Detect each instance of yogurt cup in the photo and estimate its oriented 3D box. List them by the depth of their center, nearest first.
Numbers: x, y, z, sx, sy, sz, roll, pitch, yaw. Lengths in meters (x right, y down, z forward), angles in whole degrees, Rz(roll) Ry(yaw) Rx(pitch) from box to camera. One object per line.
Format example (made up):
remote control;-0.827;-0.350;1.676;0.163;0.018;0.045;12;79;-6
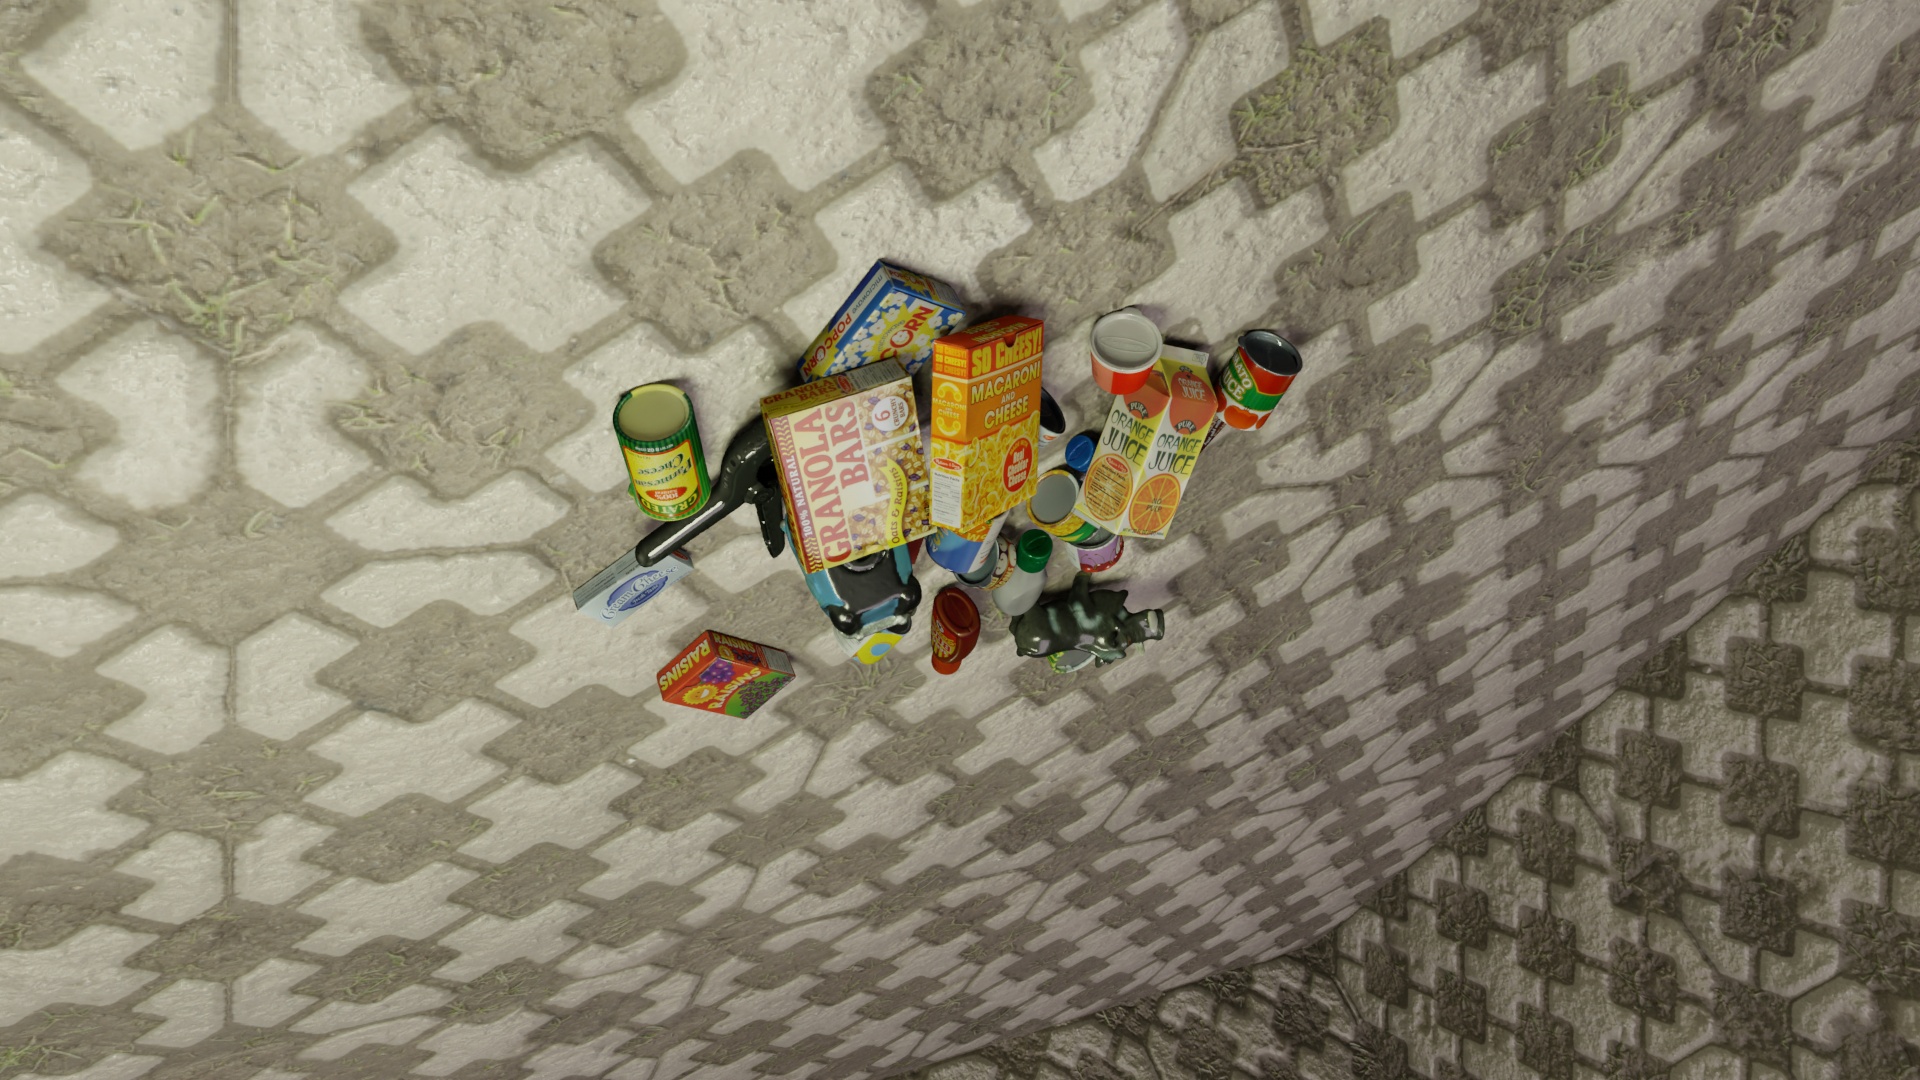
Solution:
yogurt cup;0.153;-0.173;1.307;0.072;0.072;0.053;-20;155;-10

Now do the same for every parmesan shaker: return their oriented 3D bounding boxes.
parmesan shaker;-0.250;-0.072;1.154;0.071;0.071;0.102;-19;147;-13

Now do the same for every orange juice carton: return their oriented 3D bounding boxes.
orange juice carton;0.192;-0.103;1.395;0.072;0.073;0.192;6;111;-40

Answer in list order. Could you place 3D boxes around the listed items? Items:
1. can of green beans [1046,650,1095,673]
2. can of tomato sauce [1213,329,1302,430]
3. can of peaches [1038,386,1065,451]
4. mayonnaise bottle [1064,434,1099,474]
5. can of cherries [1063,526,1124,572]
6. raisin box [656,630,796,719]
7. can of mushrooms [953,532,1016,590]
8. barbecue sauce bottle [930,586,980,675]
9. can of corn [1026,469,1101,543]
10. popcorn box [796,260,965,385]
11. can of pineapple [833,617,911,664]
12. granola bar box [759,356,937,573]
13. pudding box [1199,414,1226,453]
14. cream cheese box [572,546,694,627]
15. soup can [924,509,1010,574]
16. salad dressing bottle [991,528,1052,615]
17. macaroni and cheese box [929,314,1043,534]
can of green beans;0.132;0.123;1.723;0.071;0.058;0.071;-19;147;-13
can of tomato sauce;0.300;-0.164;1.426;0.071;0.071;0.082;-7;144;-28
can of peaches;0.056;-0.114;1.318;0.058;0.071;0.071;-39;147;29
mayonnaise bottle;0.168;-0.076;1.480;0.064;0.041;0.148;-44;143;22
can of cherries;0.149;-0.006;1.540;0.071;0.072;0.058;-25;148;-3
raisin box;-0.252;0.147;1.494;0.086;0.040;0.123;-39;146;20
can of mushrooms;0.025;0.021;1.486;0.071;0.071;0.033;-43;146;24
barbecue sauce bottle;-0.010;0.111;1.603;0.044;0.065;0.147;-25;158;-18
can of corn;0.109;-0.035;1.472;0.071;0.071;0.058;-38;146;18
popcorn box;-0.068;-0.170;1.172;0.085;0.038;0.126;10;133;-45
can of pineapple;-0.094;0.092;1.505;0.071;0.071;0.057;12;132;-45
granola bar box;-0.093;-0.061;1.187;0.124;0.039;0.164;-19;128;-12
pudding box;0.246;-0.119;1.484;0.050;0.030;0.083;6;136;-40
cream cheese box;-0.309;0.039;1.310;0.103;0.024;0.053;-35;146;12
soup can;0.005;-0.018;1.422;0.071;0.071;0.083;-7;142;-29
salad dressing bottle;0.072;0.035;1.540;0.064;0.044;0.147;-29;162;-21
macaroni and cheese box;0.025;-0.104;1.220;0.124;0.040;0.165;-29;127;-50
